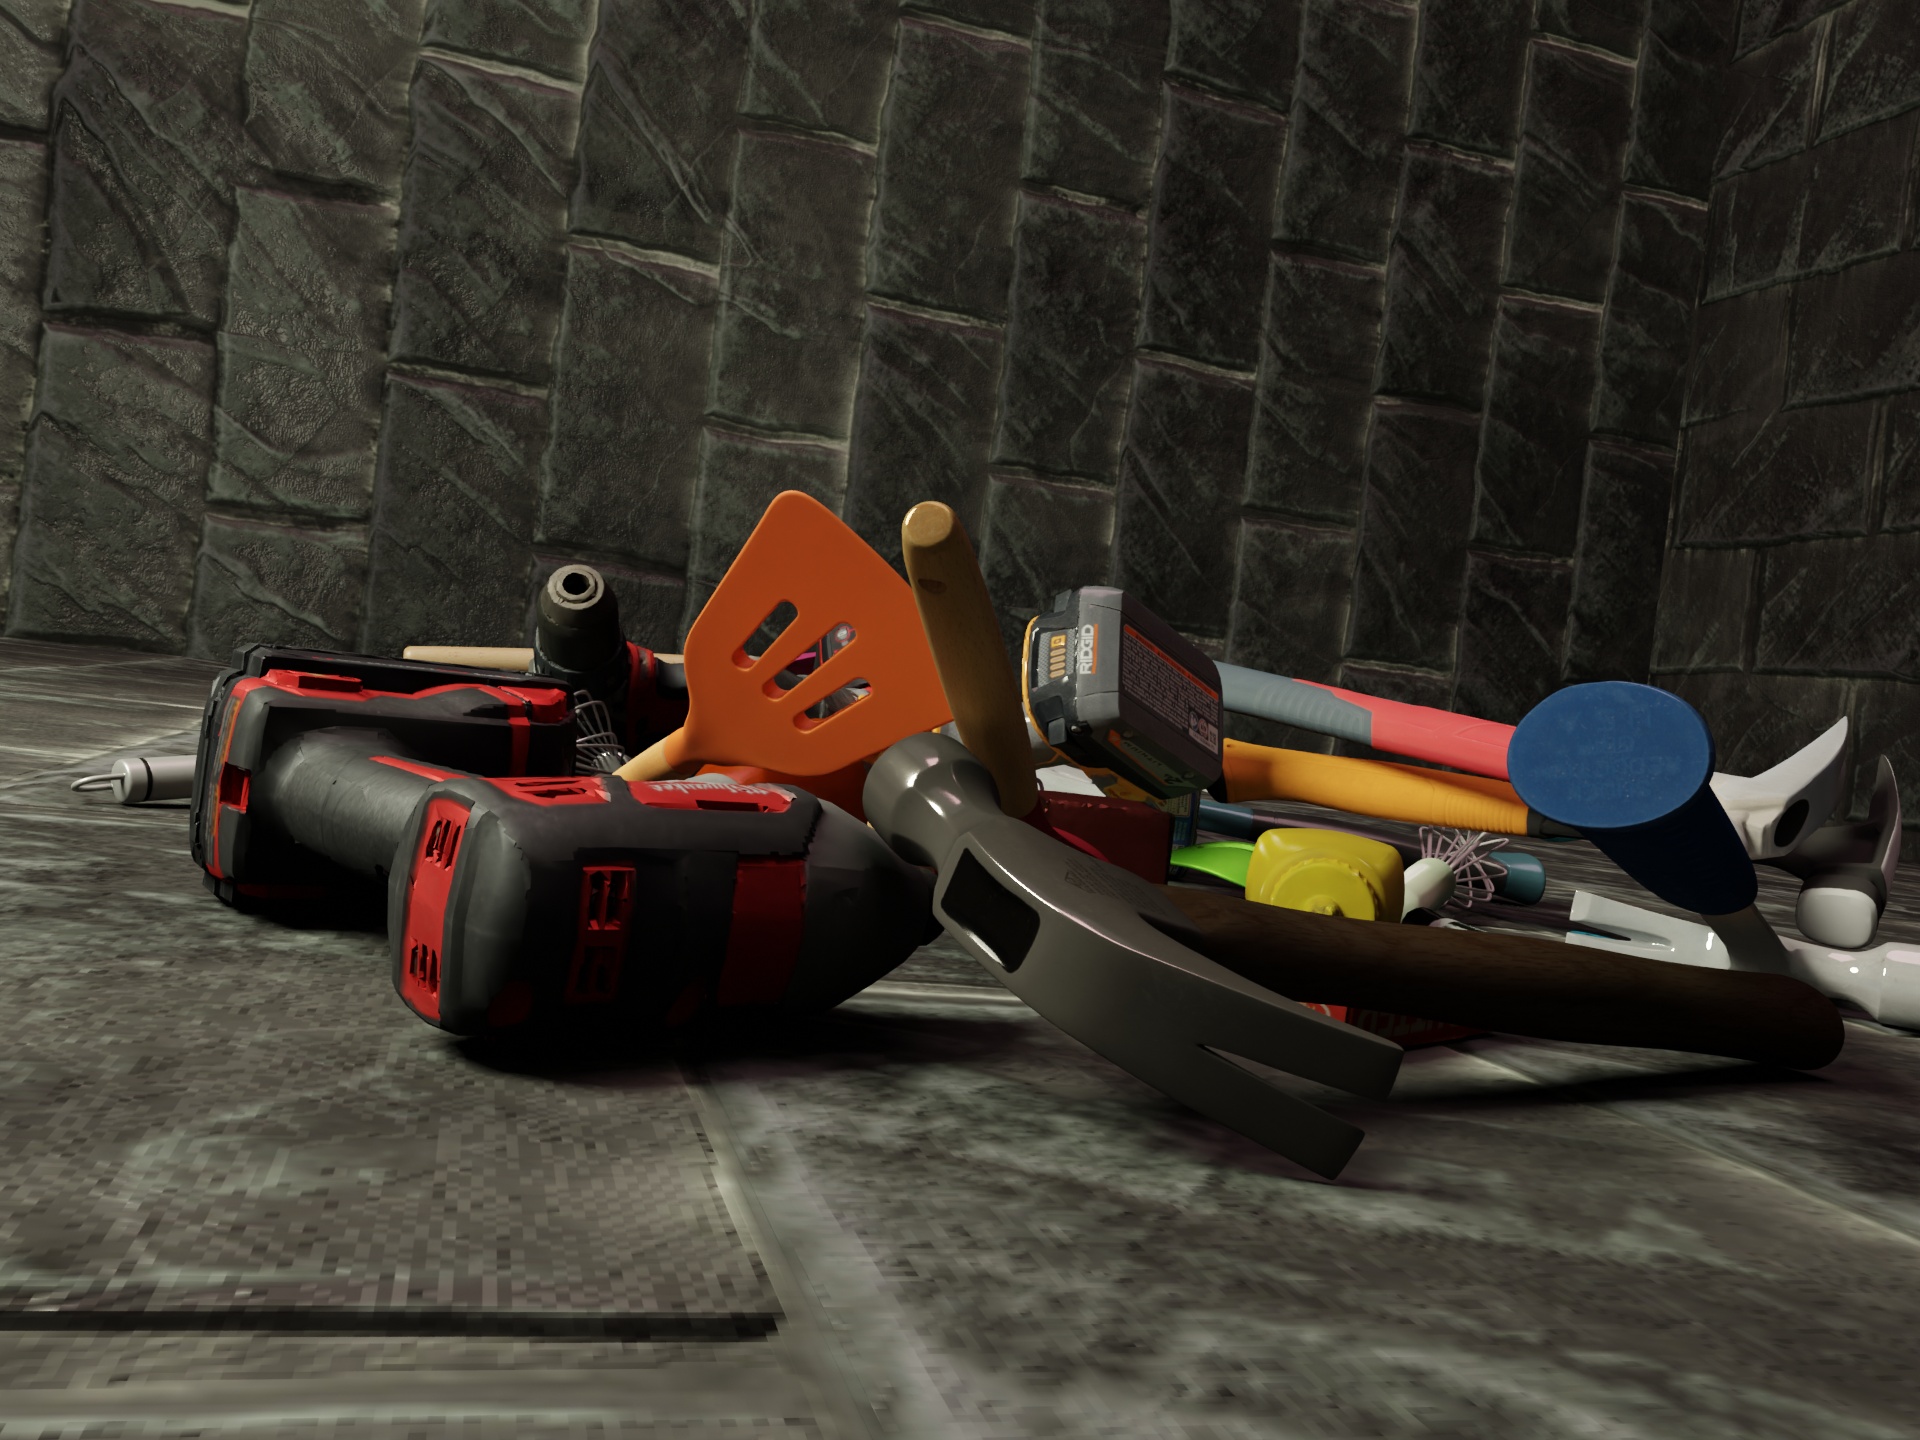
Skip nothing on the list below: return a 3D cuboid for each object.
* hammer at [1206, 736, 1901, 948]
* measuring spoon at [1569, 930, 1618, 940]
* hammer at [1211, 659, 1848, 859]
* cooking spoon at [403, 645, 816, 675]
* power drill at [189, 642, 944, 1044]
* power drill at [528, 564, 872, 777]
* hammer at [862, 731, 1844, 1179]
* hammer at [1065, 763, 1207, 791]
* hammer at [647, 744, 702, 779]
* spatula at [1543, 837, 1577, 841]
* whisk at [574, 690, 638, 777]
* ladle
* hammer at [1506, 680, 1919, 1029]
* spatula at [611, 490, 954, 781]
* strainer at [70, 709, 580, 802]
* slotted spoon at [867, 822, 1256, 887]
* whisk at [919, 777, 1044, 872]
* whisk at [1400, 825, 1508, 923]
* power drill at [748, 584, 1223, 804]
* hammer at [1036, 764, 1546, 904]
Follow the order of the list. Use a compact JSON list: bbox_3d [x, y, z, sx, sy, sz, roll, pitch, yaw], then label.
[{"bbox_3d":[0.283,0.041,0.808,0.337,0.034,0.127,8,30,34],"label":"hammer"},{"bbox_3d":[0.333,0.105,0.739,0.042,0.021,0.129,7,2,-24],"label":"measuring spoon"},{"bbox_3d":[0.241,-0.001,0.826,0.143,0.038,0.387,-24,26,-35],"label":"hammer"},{"bbox_3d":[-0.180,-0.034,0.994,0.318,0.017,0.068,1,-30,-24],"label":"cooking spoon"},{"bbox_3d":[-0.113,0.033,0.439,0.143,0.078,0.220,6,4,-43],"label":"power drill"},{"bbox_3d":[-0.139,-0.027,0.928,0.226,0.080,0.187,-3,-31,-12],"label":"power drill"},{"bbox_3d":[0.139,0.070,0.424,0.331,0.031,0.130,12,19,-33],"label":"hammer"},{"bbox_3d":[-0.025,0.013,1.095,0.410,0.038,0.146,4,5,-24],"label":"hammer"},{"bbox_3d":[-0.155,0.036,1.062,0.409,0.036,0.149,6,2,-1],"label":"hammer"},{"bbox_3d":[0.237,0.030,0.898,0.317,0.044,0.082,6,36,20],"label":"spatula"},{"bbox_3d":[-0.182,0.024,0.806,0.070,0.070,0.284,7,-5,2],"label":"whisk"},{"bbox_3d":[0.011,0.015,0.453,0.069,0.031,0.315,6,-19,9],"label":"ladle"},{"bbox_3d":[0.238,0.056,0.515,0.144,0.035,0.405,6,-11,33],"label":"hammer"},{"bbox_3d":[-0.098,0.010,0.561,0.081,0.041,0.322,46,-28,-10],"label":"spatula"},{"bbox_3d":[-0.284,0.023,0.754,0.087,0.050,0.258,-20,-10,39],"label":"strainer"},{"bbox_3d":[0.031,0.066,0.837,0.314,0.031,0.070,6,-4,18],"label":"slotted spoon"},{"bbox_3d":[-0.012,0.060,0.699,0.047,0.051,0.245,-16,-4,24],"label":"whisk"},{"bbox_3d":[0.250,0.083,0.840,0.058,0.059,0.246,-35,-13,23],"label":"whisk"},{"bbox_3d":[-0.001,-0.003,0.826,0.226,0.084,0.185,-13,-29,35],"label":"power drill"},{"bbox_3d":[0.193,0.067,0.990,0.331,0.033,0.128,11,10,4],"label":"hammer"}]
